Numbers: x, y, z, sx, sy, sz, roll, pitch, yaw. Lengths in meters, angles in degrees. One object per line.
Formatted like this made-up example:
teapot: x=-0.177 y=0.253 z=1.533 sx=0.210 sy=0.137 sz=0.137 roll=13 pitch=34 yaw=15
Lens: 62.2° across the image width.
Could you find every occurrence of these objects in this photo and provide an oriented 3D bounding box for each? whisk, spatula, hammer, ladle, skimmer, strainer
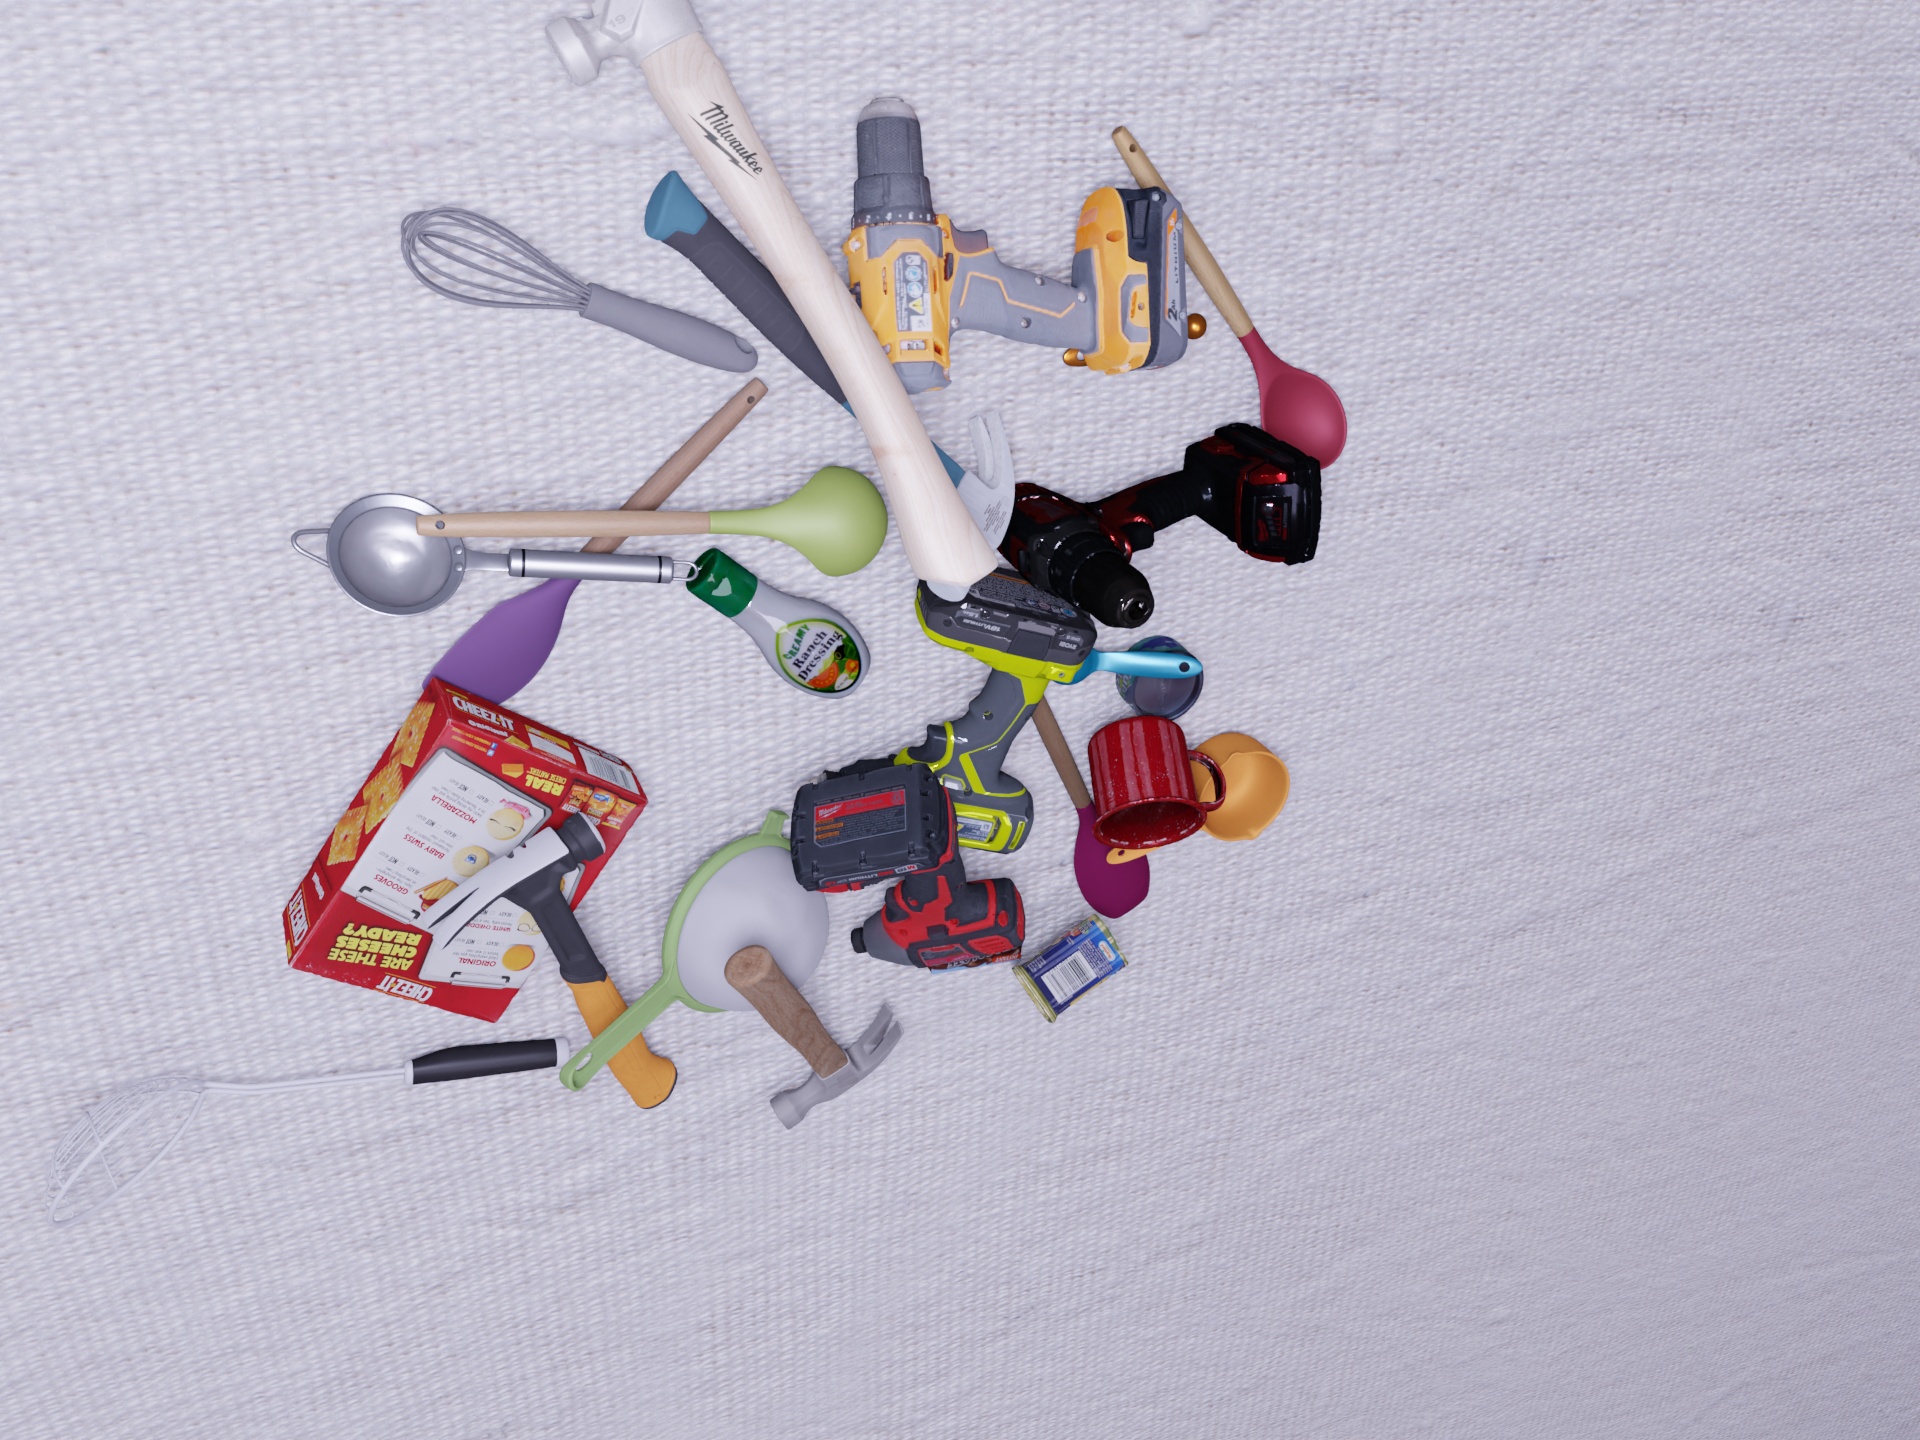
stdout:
whisk: x=-0.234 y=-0.264 z=1.003 sx=0.238 sy=0.055 sz=0.055 roll=14 pitch=111 yaw=-32
spatula: x=-0.245 y=-0.118 z=1.093 sx=0.316 sy=0.018 sz=0.059 roll=-45 pitch=127 yaw=6
hammer: x=-0.082 y=-0.270 z=0.978 sx=0.146 sy=0.038 sz=0.410 roll=-31 pitch=102 yaw=-2
ladle: x=-0.199 y=-0.133 z=1.072 sx=0.320 sy=0.062 sz=0.078 roll=-4 pitch=97 yaw=-22
skimmer: x=-0.471 y=0.298 z=1.182 sx=0.363 sy=0.090 sz=0.127 roll=-3 pitch=150 yaw=-24
strainer: x=-0.302 y=-0.103 z=1.052 sx=0.258 sy=0.050 sz=0.087 roll=1 pitch=71 yaw=-19
strainer: x=-0.185 y=0.197 z=1.195 sx=0.256 sy=0.069 sz=0.151 roll=-41 pitch=137 yaw=-31
hammer: x=-0.280 y=0.205 z=1.184 sx=0.127 sy=0.034 sz=0.336 roll=-34 pitch=143 yaw=-18
ladle: x=0.197 y=-0.306 z=1.171 sx=0.069 sy=0.031 sz=0.315 roll=-46 pitch=123 yaw=-5
hammer: x=-0.082 y=-0.231 z=1.066 sx=0.330 sy=0.033 sz=0.128 roll=42 pitch=64 yaw=-28
hammer: x=-0.122 y=0.239 z=1.241 sx=0.130 sy=0.031 sz=0.331 roll=-33 pitch=154 yaw=-8

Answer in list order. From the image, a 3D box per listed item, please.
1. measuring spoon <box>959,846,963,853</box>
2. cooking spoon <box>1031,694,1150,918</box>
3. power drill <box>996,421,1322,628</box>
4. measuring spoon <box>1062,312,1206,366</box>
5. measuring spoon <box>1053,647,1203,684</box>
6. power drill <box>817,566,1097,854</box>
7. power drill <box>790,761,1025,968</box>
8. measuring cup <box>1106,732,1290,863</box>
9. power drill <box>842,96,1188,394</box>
measuring spoon: x=-0.028 y=0.134 z=1.326 sx=0.034 sy=0.018 sz=0.124 roll=29 pitch=97 yaw=-21
cooking spoon: x=0.093 y=0.050 z=1.324 sx=0.069 sy=0.017 sz=0.318 roll=-34 pitch=124 yaw=-11
power drill: x=0.151 y=-0.136 z=1.150 sx=0.226 sy=0.188 sz=0.080 roll=-16 pitch=123 yaw=-19
measuring spoon: x=0.130 y=-0.277 z=1.166 sx=0.117 sy=0.011 sz=0.021 roll=-17 pitch=122 yaw=-14
measuring spoon: x=0.128 y=-0.044 z=1.256 sx=0.128 sy=0.021 sz=0.042 roll=3 pitch=102 yaw=2
power drill: x=-0.002 y=-0.004 z=1.214 sx=0.171 sy=0.080 sz=0.223 roll=11 pitch=120 yaw=-19
power drill: x=-0.044 y=0.125 z=1.223 sx=0.143 sy=0.079 sz=0.219 roll=-12 pitch=145 yaw=14
measuring cup: x=0.194 y=0.071 z=1.360 sx=0.173 sy=0.052 sz=0.095 roll=-25 pitch=124 yaw=-7
power drill: x=0.032 y=-0.314 z=1.056 sx=0.226 sy=0.084 sz=0.185 roll=-6 pitch=98 yaw=-19
